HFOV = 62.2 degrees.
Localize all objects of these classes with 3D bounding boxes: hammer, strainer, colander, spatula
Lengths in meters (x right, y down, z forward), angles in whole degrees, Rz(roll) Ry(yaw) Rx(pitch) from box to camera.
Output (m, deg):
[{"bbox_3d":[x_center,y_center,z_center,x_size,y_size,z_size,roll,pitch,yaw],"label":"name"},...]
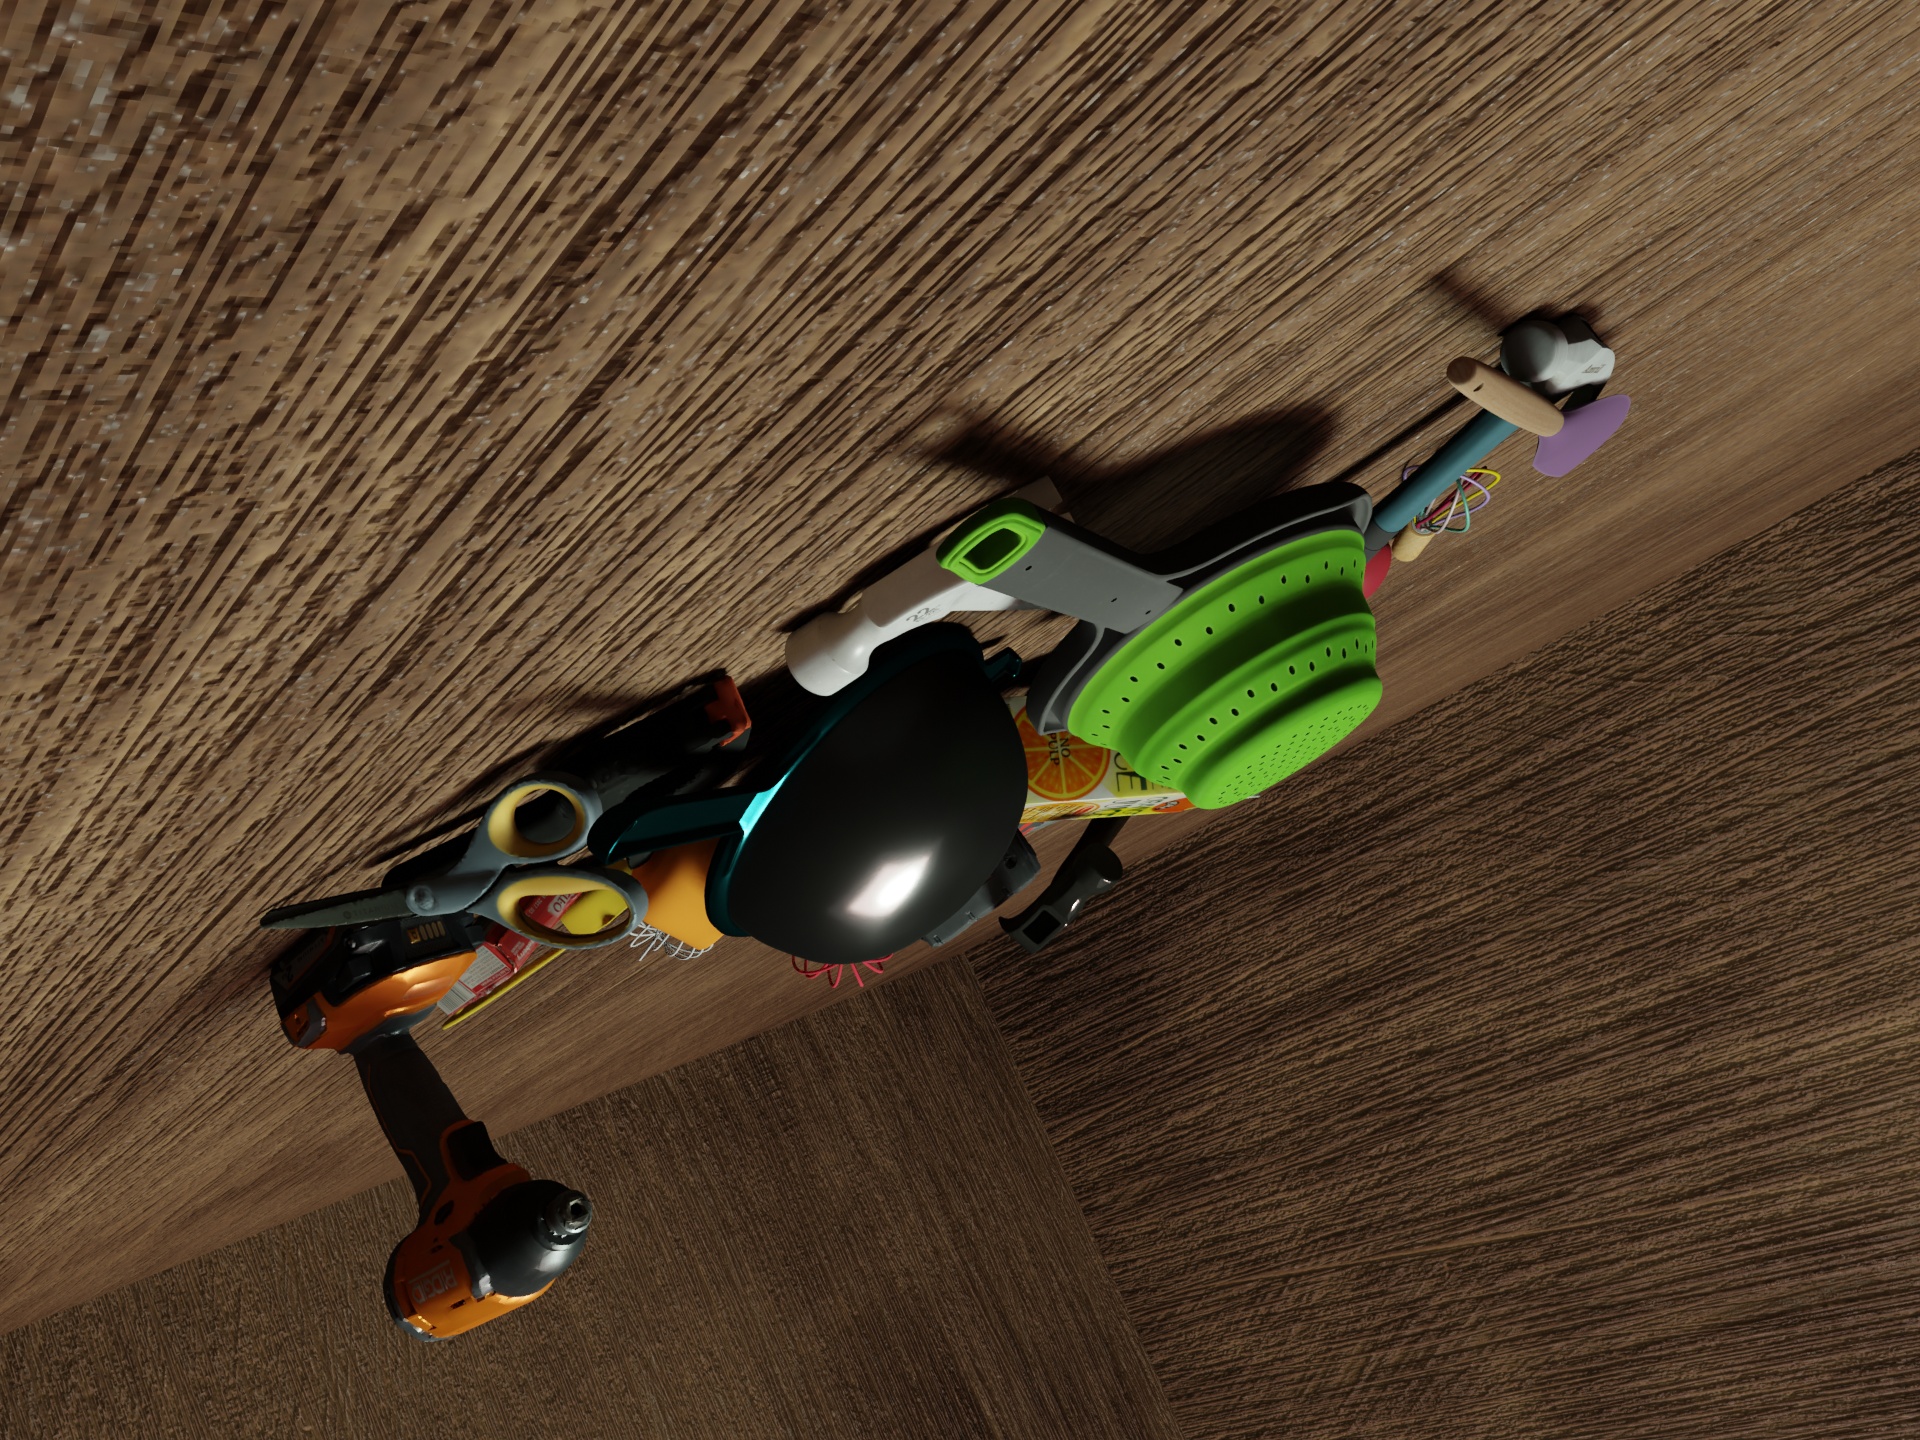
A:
[{"bbox_3d":[0.233,-0.107,0.913,0.128,0.033,0.331,-14,157,-47],"label":"hammer"},{"bbox_3d":[0.078,-0.068,0.854,0.144,0.035,0.405,-31,168,29],"label":"hammer"},{"bbox_3d":[0.115,0.068,1.188,0.130,0.031,0.331,-48,180,34],"label":"hammer"},{"bbox_3d":[-0.055,0.062,0.798,0.211,0.095,0.340,-55,163,15],"label":"strainer"},{"bbox_3d":[0.106,-0.026,0.727,0.204,0.095,0.397,-37,161,19],"label":"colander"},{"bbox_3d":[0.287,-0.152,0.785,0.059,0.018,0.315,-45,161,26],"label":"spatula"}]

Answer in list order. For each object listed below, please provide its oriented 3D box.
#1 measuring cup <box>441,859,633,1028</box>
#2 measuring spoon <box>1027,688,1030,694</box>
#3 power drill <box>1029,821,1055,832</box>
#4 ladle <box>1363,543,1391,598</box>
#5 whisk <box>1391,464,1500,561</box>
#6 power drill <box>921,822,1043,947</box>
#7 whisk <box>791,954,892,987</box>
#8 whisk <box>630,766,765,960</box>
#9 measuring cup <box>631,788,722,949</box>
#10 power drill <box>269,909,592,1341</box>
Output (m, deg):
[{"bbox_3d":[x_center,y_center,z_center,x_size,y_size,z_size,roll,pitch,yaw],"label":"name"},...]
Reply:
[{"bbox_3d":[-0.268,0.139,1.000,0.156,0.029,0.062,-35,-170,-3],"label":"measuring cup"},{"bbox_3d":[0.053,-0.015,1.122,0.034,0.018,0.124,-23,176,-10],"label":"measuring spoon"},{"bbox_3d":[0.067,0.087,1.468,0.228,0.080,0.190,-25,169,16],"label":"power drill"},{"bbox_3d":[0.181,-0.053,1.186,0.315,0.031,0.069,-24,168,2],"label":"ladle"},{"bbox_3d":[0.313,-0.134,1.049,0.047,0.051,0.245,-32,172,5],"label":"whisk"},{"bbox_3d":[0.049,0.062,1.212,0.188,0.080,0.227,-39,180,33],"label":"power drill"},{"bbox_3d":[-0.094,0.122,1.112,0.073,0.073,0.296,-24,-167,-6],"label":"whisk"},{"bbox_3d":[-0.160,0.092,1.050,0.070,0.070,0.284,-17,162,-36],"label":"whisk"},{"bbox_3d":[-0.131,0.051,0.905,0.173,0.052,0.095,-54,-158,21],"label":"measuring cup"},{"bbox_3d":[-0.278,0.208,0.858,0.164,0.226,0.084,-34,166,37],"label":"power drill"}]
